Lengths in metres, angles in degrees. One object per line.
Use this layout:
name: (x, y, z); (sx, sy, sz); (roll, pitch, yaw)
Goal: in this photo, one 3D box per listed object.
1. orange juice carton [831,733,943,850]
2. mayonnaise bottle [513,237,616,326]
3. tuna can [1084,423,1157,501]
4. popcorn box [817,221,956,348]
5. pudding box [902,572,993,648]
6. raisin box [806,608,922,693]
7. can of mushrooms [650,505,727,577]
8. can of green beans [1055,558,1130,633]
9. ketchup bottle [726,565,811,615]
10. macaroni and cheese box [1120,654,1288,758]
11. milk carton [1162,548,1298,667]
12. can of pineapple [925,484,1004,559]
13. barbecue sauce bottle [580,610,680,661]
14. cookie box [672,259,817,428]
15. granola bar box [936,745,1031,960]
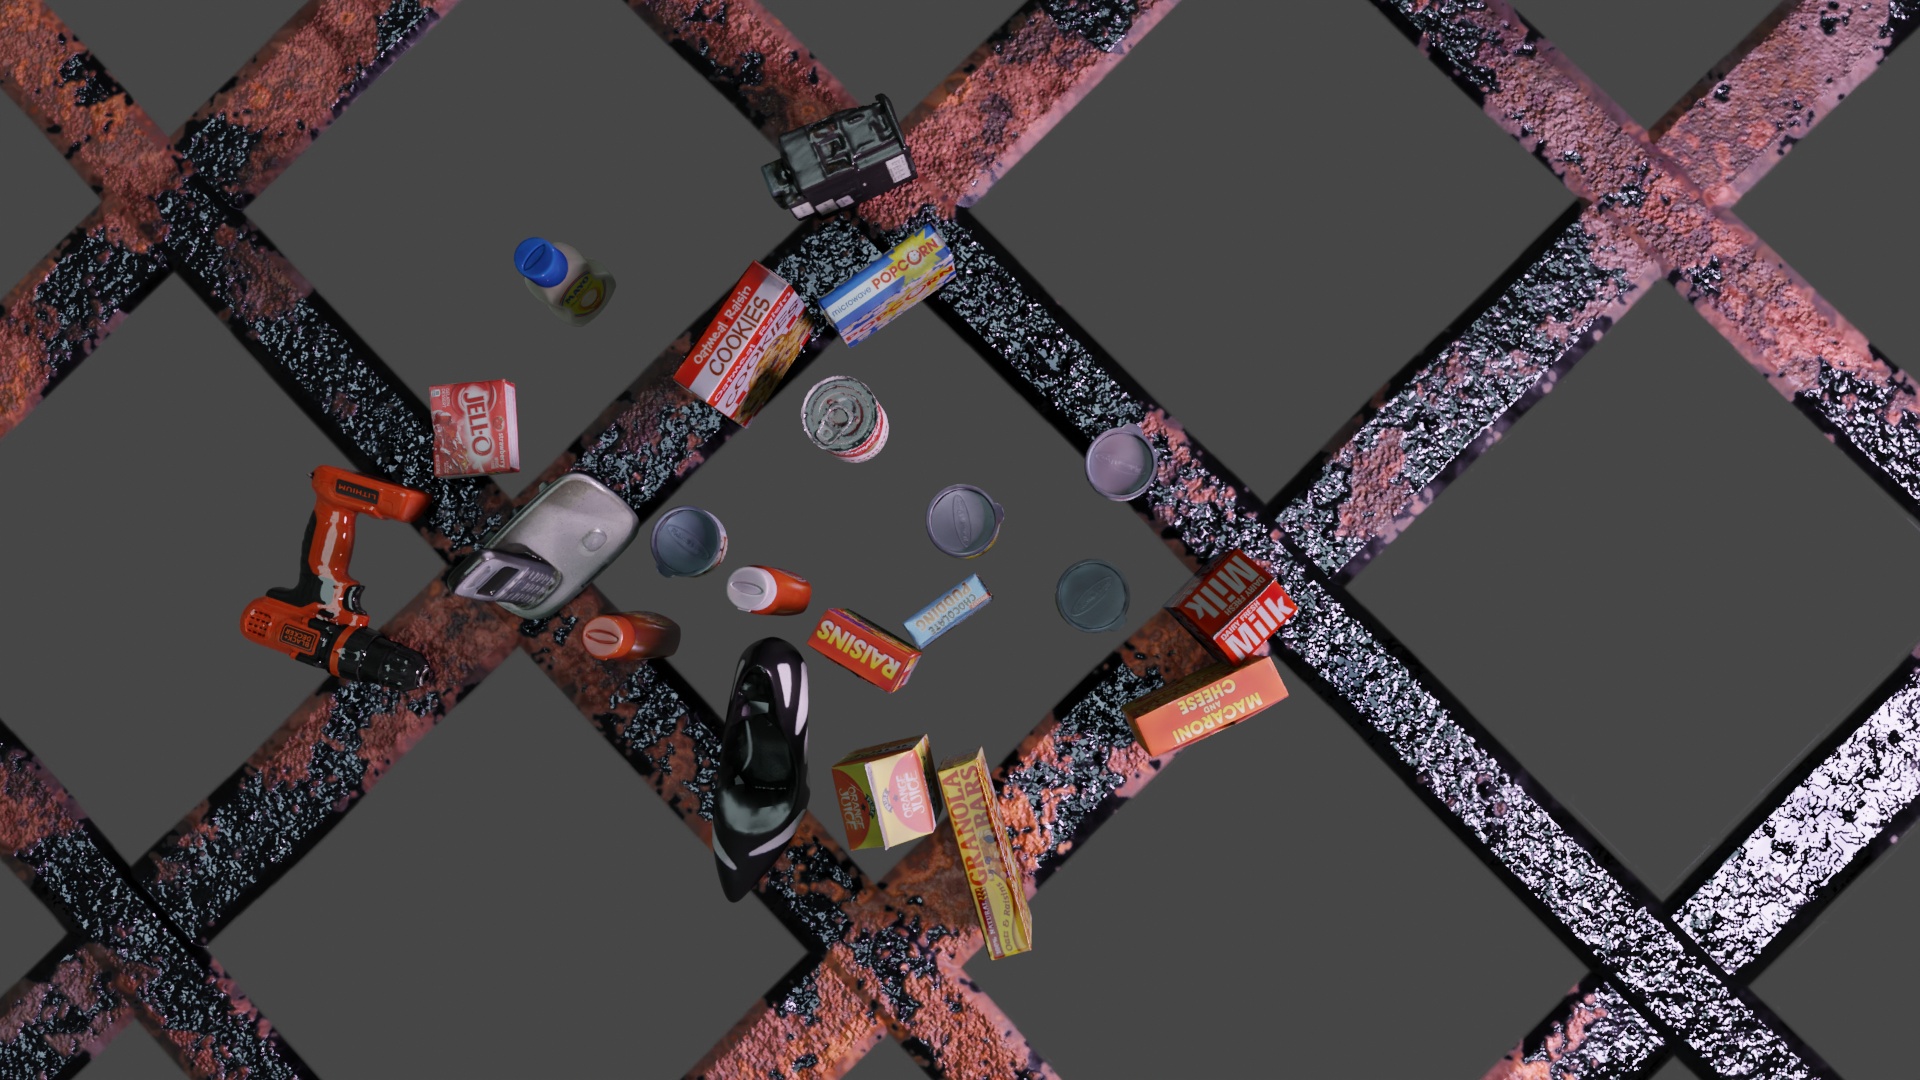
orange juice carton: (-0.062, 0.216, 1.192); (0.073, 0.192, 0.072); (-13, 86, 2)
mayonnaise bottle: (-0.360, -0.237, 1.257); (0.041, 0.148, 0.065); (39, 89, 4)
tuna can: (0.148, -0.072, 1.281); (0.071, 0.033, 0.071); (0, 86, 3)
popcorn box: (-0.066, -0.232, 1.275); (0.127, 0.085, 0.038); (-35, 86, 0)
pudding box: (-0.011, 0.065, 1.271); (0.084, 0.049, 0.030); (-35, 86, 0)
raisin box: (-0.084, 0.097, 1.235); (0.086, 0.123, 0.040); (30, 89, 4)
can of mushrooms: (-0.254, 0.003, 1.294); (0.071, 0.033, 0.071); (0, 86, 3)
can of green beans: (0.119, 0.051, 1.262); (0.071, 0.058, 0.071); (0, 87, 3)
ketchup bottle: (-0.174, 0.044, 1.230); (0.065, 0.149, 0.043); (14, 88, 3)
macaroni and cheese box: (0.207, 0.140, 1.198); (0.124, 0.166, 0.040); (-25, 86, 1)
milk carton: (0.230, 0.058, 1.190); (0.072, 0.190, 0.073); (-45, 86, 0)
can of pineapple: (0.005, -0.016, 1.272); (0.071, 0.058, 0.071); (0, 87, 3)
barbecue sauce bottle: (-0.296, 0.085, 1.233); (0.065, 0.148, 0.043); (12, 88, 3)
cookie box: (-0.188, -0.171, 1.235); (0.040, 0.167, 0.123); (34, 89, 4)
granola bar box: (0.022, 0.270, 1.219); (0.039, 0.124, 0.165); (-16, 86, 2)
